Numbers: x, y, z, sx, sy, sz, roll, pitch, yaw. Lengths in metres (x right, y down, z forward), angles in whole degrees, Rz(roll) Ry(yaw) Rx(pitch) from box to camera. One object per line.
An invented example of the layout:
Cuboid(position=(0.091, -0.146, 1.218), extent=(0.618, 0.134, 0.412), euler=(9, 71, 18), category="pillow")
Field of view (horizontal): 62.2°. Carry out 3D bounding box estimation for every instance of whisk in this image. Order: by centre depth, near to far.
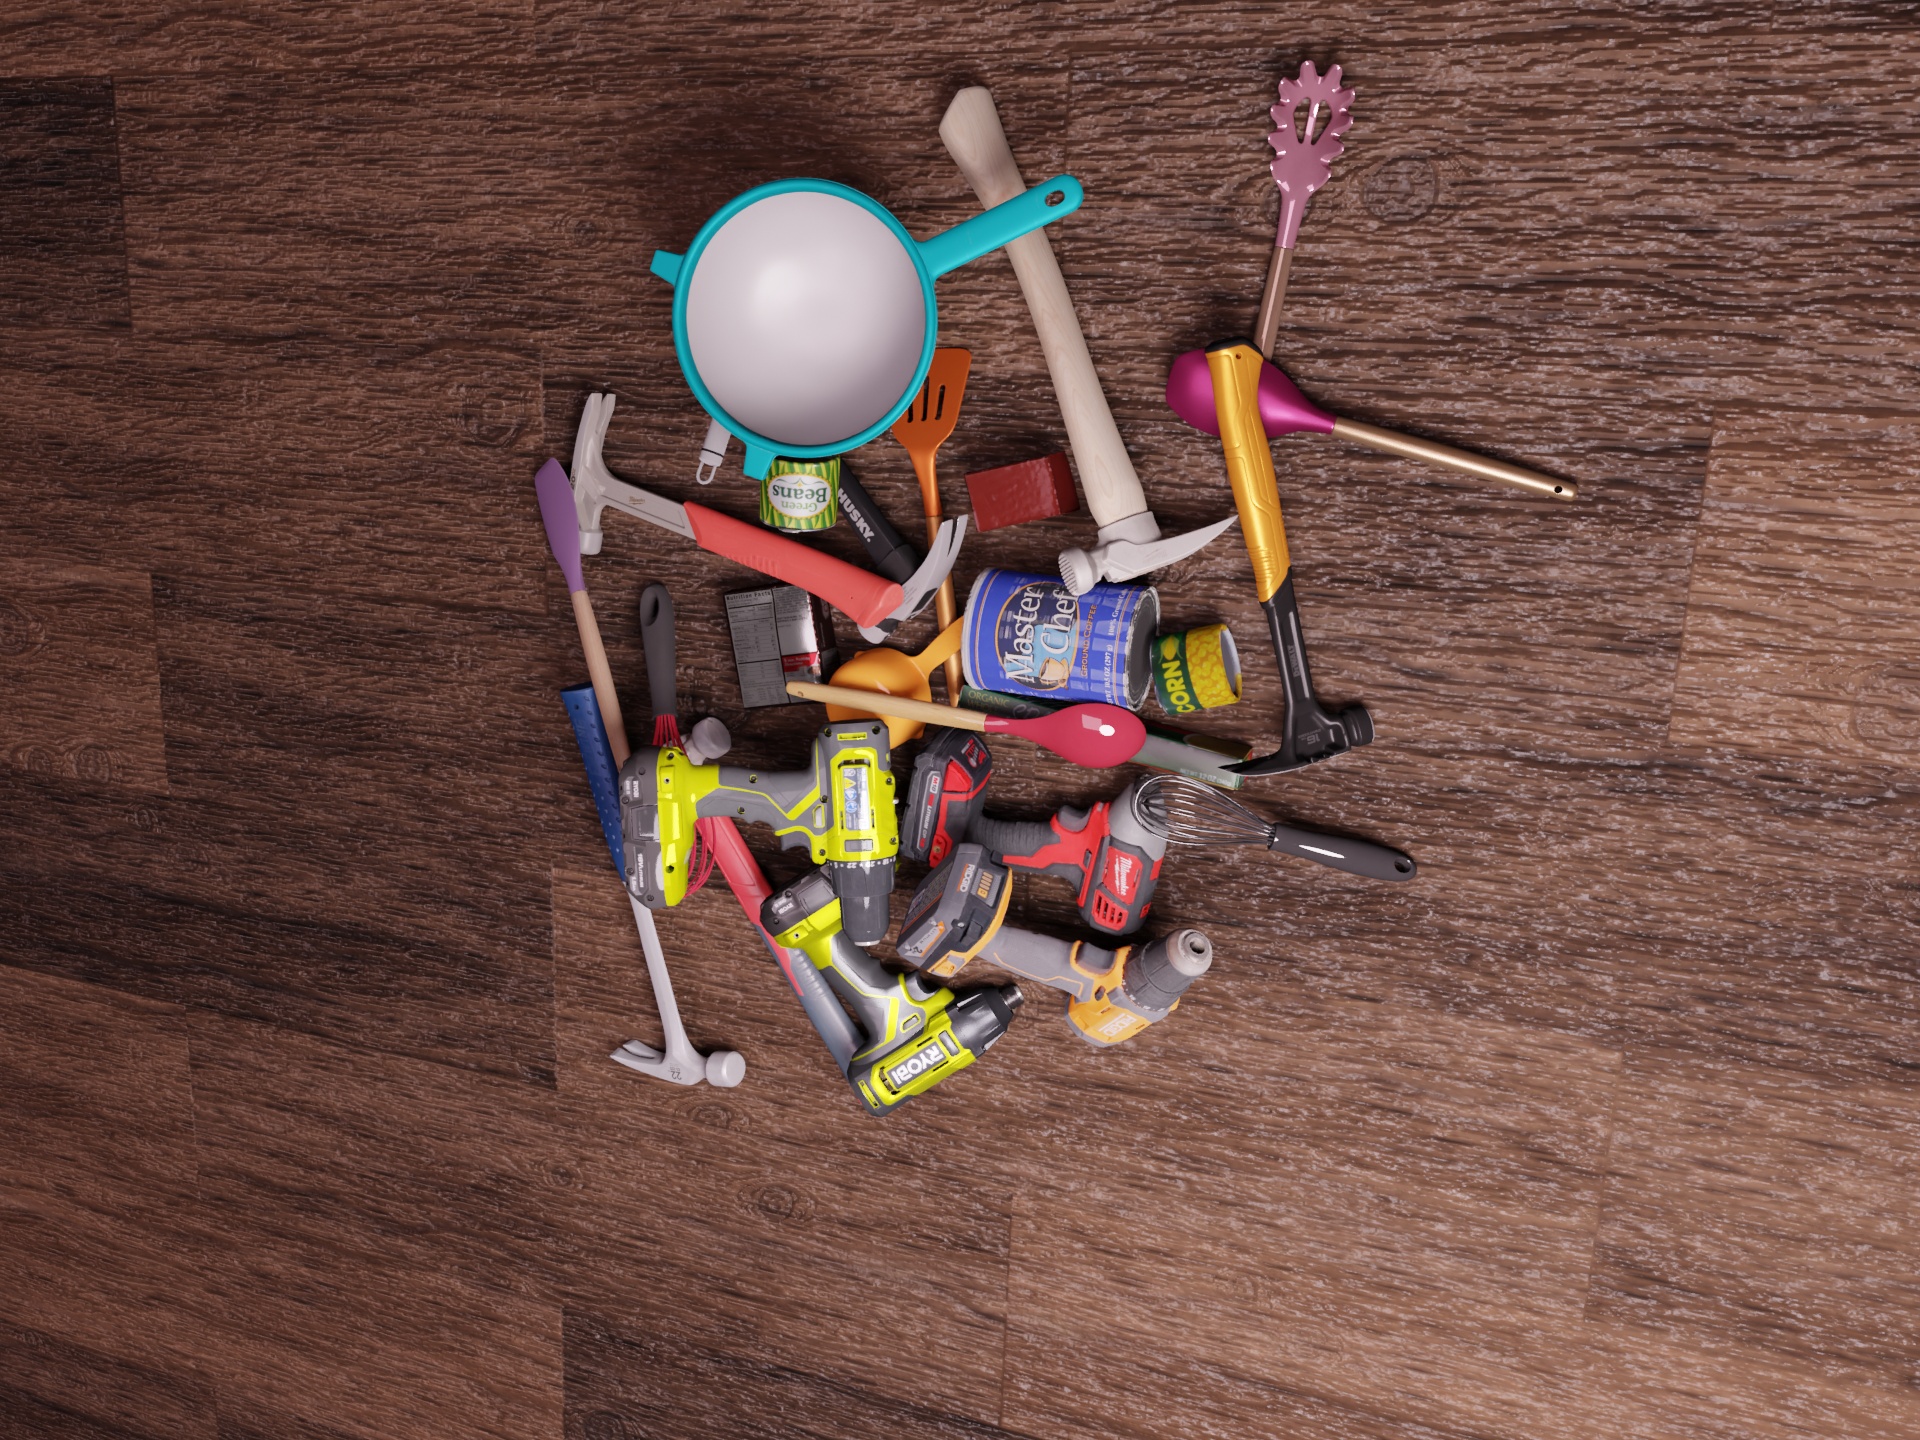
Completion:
Cuboid(position=(0.253, 0.091, 1.282), extent=(0.239, 0.055, 0.055), euler=(15, 108, -2), category="whisk")
Cuboid(position=(-0.268, 0.016, 1.445), extent=(0.073, 0.073, 0.296), euler=(-13, 75, 23), category="whisk")

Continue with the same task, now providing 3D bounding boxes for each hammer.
Cuboid(position=(0.231, -0.125, 1.226), extent=(0.127, 0.034, 0.336), euler=(-17, 102, -15), category="hammer")
Cuboid(position=(0.087, -0.313, 1.269), extent=(0.146, 0.038, 0.411), euler=(-20, 87, -10), category="hammer")
Cuboid(position=(-0.123, -0.238, 1.368), extent=(0.146, 0.035, 0.335), euler=(-41, 81, 40), category="hammer")
Cuboid(position=(-0.203, -0.171, 1.398), extent=(0.359, 0.036, 0.149), euler=(23, 110, 26), category="hammer")
Cuboid(position=(-0.190, 0.195, 1.503), extent=(0.143, 0.038, 0.386), euler=(-31, 90, 25), category="hammer")
Cuboid(position=(-0.313, 0.161, 1.512), extent=(0.144, 0.035, 0.405), euler=(-3, 106, 31), category="hammer")

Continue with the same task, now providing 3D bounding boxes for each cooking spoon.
Cuboid(position=(0.311, -0.219, 1.217), extent=(0.319, 0.017, 0.068), euler=(18, 112, 11), category="cooking spoon")

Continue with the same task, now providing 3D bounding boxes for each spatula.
Cuboid(position=(-0.015, -0.154, 1.369), extent=(0.081, 0.041, 0.322), euler=(-1, 105, 22), category="spatula")
Cuboid(position=(-0.340, -0.093, 1.447), extent=(0.060, 0.018, 0.316), euler=(-29, 73, 44), category="spatula")

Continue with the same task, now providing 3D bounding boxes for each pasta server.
Cuboid(position=(0.242, -0.335, 1.221), extent=(0.060, 0.040, 0.316), euler=(13, 107, 9), category="pasta server")

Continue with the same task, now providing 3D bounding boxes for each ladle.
Cuboid(position=(-0.002, -0.004, 1.325), extent=(0.315, 0.031, 0.069), euler=(10, 133, 19), category="ladle")

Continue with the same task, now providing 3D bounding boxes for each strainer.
Cuboid(position=(-0.059, -0.343, 1.259), extent=(0.340, 0.095, 0.211), euler=(-23, 97, 12), category="strainer")
Cuboid(position=(-0.175, -0.321, 1.336), extent=(0.087, 0.050, 0.258), euler=(18, 90, 2), category="strainer")

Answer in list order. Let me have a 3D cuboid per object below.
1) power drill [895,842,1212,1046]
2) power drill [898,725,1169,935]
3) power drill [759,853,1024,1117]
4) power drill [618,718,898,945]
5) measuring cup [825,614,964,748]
Cuboid(position=(0.081, 0.184, 1.307), extent=(0.226, 0.084, 0.185), euler=(27, 145, -10), category="power drill")
Cuboid(position=(0.068, 0.086, 1.355), extent=(0.220, 0.078, 0.143), euler=(18, 116, 13), category="power drill")
Cuboid(position=(-0.063, 0.220, 1.428), extent=(0.171, 0.080, 0.223), euler=(-33, 92, 2), category="power drill")
Cuboid(position=(-0.165, 0.099, 1.349), extent=(0.228, 0.080, 0.190), euler=(-3, 94, -1), category="power drill")
Cuboid(position=(-0.049, -0.037, 1.373), extent=(0.173, 0.052, 0.095), euler=(-39, 86, 35), category="measuring cup")
